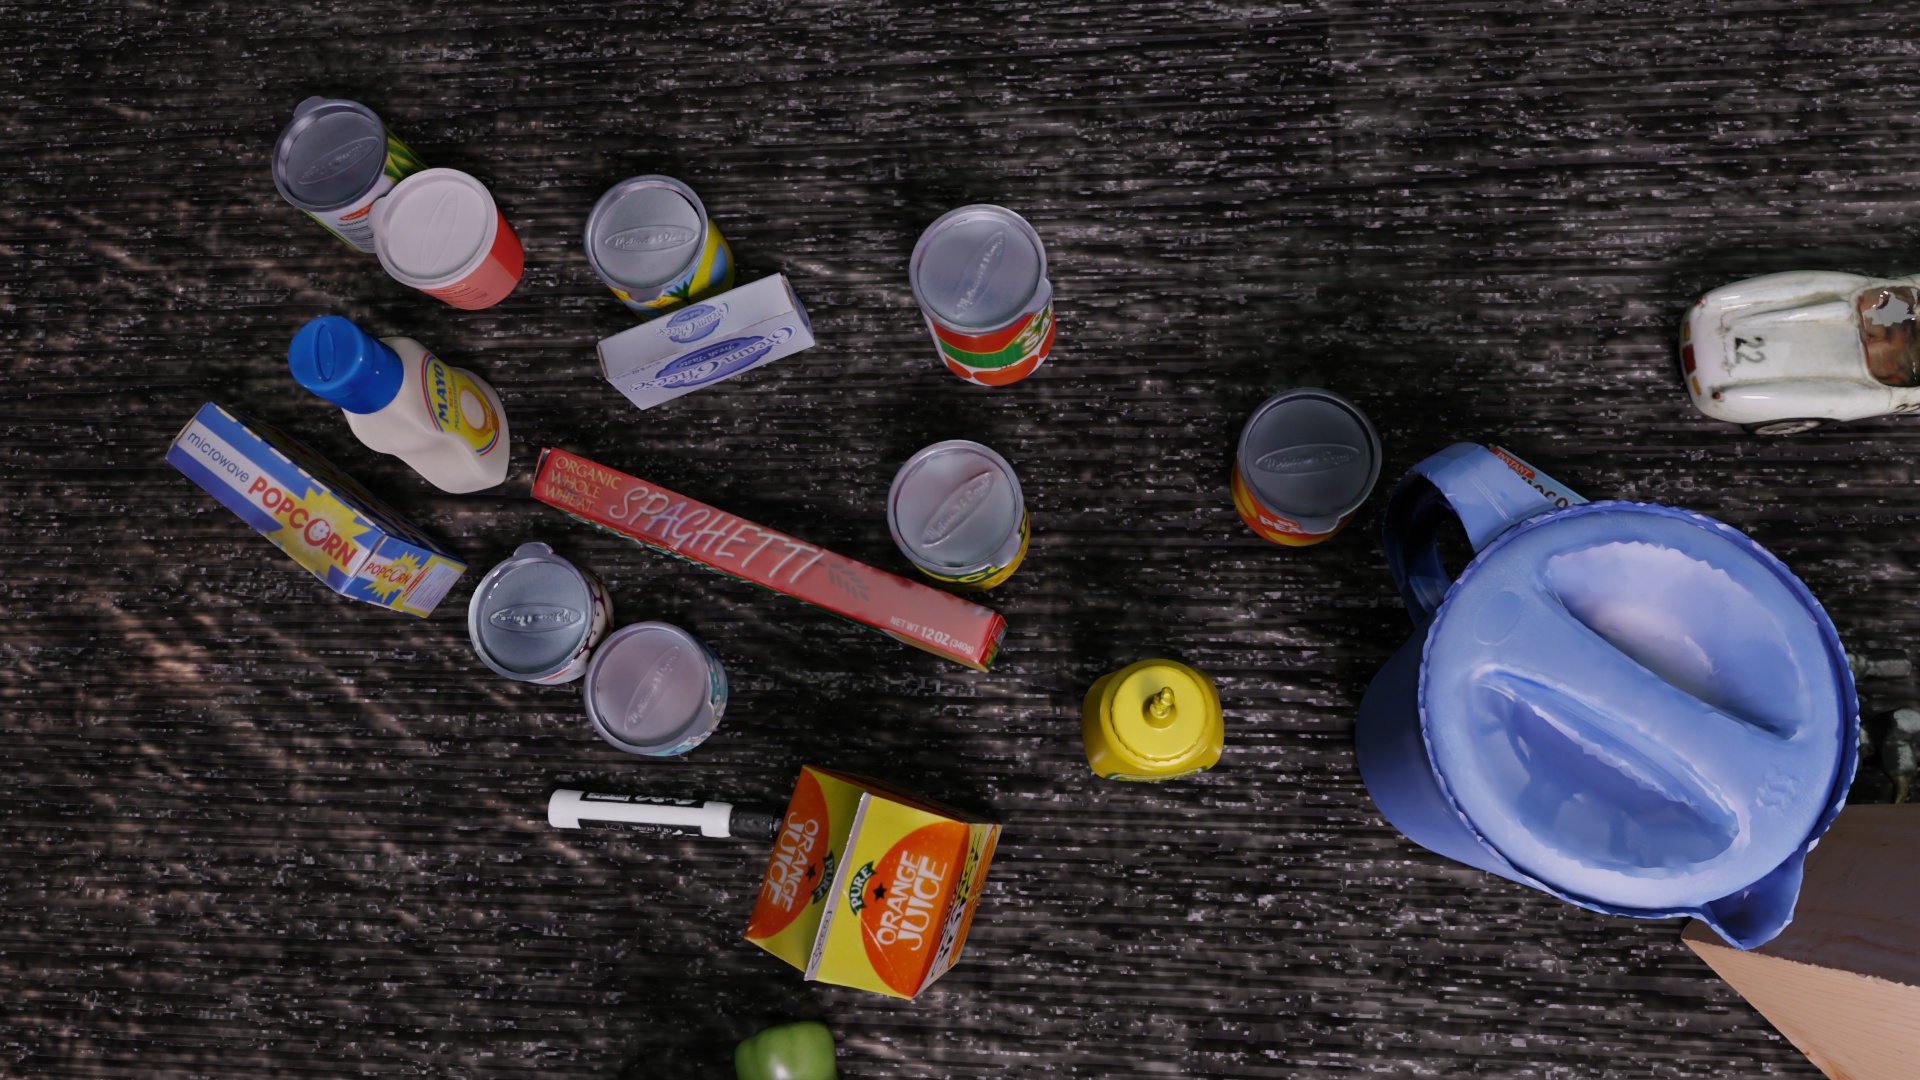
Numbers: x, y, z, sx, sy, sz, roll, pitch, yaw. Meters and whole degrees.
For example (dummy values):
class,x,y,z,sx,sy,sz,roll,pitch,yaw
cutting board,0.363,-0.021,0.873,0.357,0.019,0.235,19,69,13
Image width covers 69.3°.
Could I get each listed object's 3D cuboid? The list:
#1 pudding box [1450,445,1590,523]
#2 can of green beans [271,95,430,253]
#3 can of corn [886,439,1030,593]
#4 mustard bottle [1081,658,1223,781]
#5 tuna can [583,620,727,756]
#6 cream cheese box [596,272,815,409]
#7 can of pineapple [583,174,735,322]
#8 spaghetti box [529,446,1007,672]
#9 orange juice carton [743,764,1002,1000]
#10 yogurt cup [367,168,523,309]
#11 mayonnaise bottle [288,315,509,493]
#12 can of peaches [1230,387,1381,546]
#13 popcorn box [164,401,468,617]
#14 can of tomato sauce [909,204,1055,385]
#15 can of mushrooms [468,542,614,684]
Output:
class,x,y,z,sx,sy,sz,roll,pitch,yaw
pudding box,0.277,-0.007,0.661,0.084,0.049,0.030,35,84,12
can of green beans,-0.334,-0.201,0.771,0.071,0.057,0.071,-1,78,7
can of corn,0.002,-0.009,0.689,0.071,0.058,0.071,-1,78,7
mustard bottle,0.084,0.079,0.608,0.065,0.160,0.049,-6,78,6
tuna can,-0.151,0.077,0.701,0.071,0.032,0.071,-1,78,6
cream cheese box,-0.131,-0.104,0.728,0.104,0.053,0.024,-20,77,2
can of pineapple,-0.159,-0.150,0.739,0.071,0.057,0.071,-1,78,7
spaghetti box,-0.098,0.009,0.701,0.250,0.050,0.029,20,81,10
orange juice carton,-0.034,0.142,0.591,0.073,0.192,0.072,17,81,10
yogurt cup,-0.275,-0.160,0.757,0.072,0.054,0.072,-1,78,7
mayonnaise bottle,-0.273,-0.069,0.688,0.041,0.148,0.065,-12,77,4
can of peaches,0.166,-0.032,0.675,0.071,0.058,0.071,-1,78,7
popcorn box,-0.329,-0.015,0.715,0.127,0.085,0.038,34,84,12
can of tomato sauce,0.015,-0.120,0.699,0.071,0.083,0.071,-1,78,7
can of mushrooms,-0.215,0.038,0.717,0.071,0.033,0.071,-1,78,6
